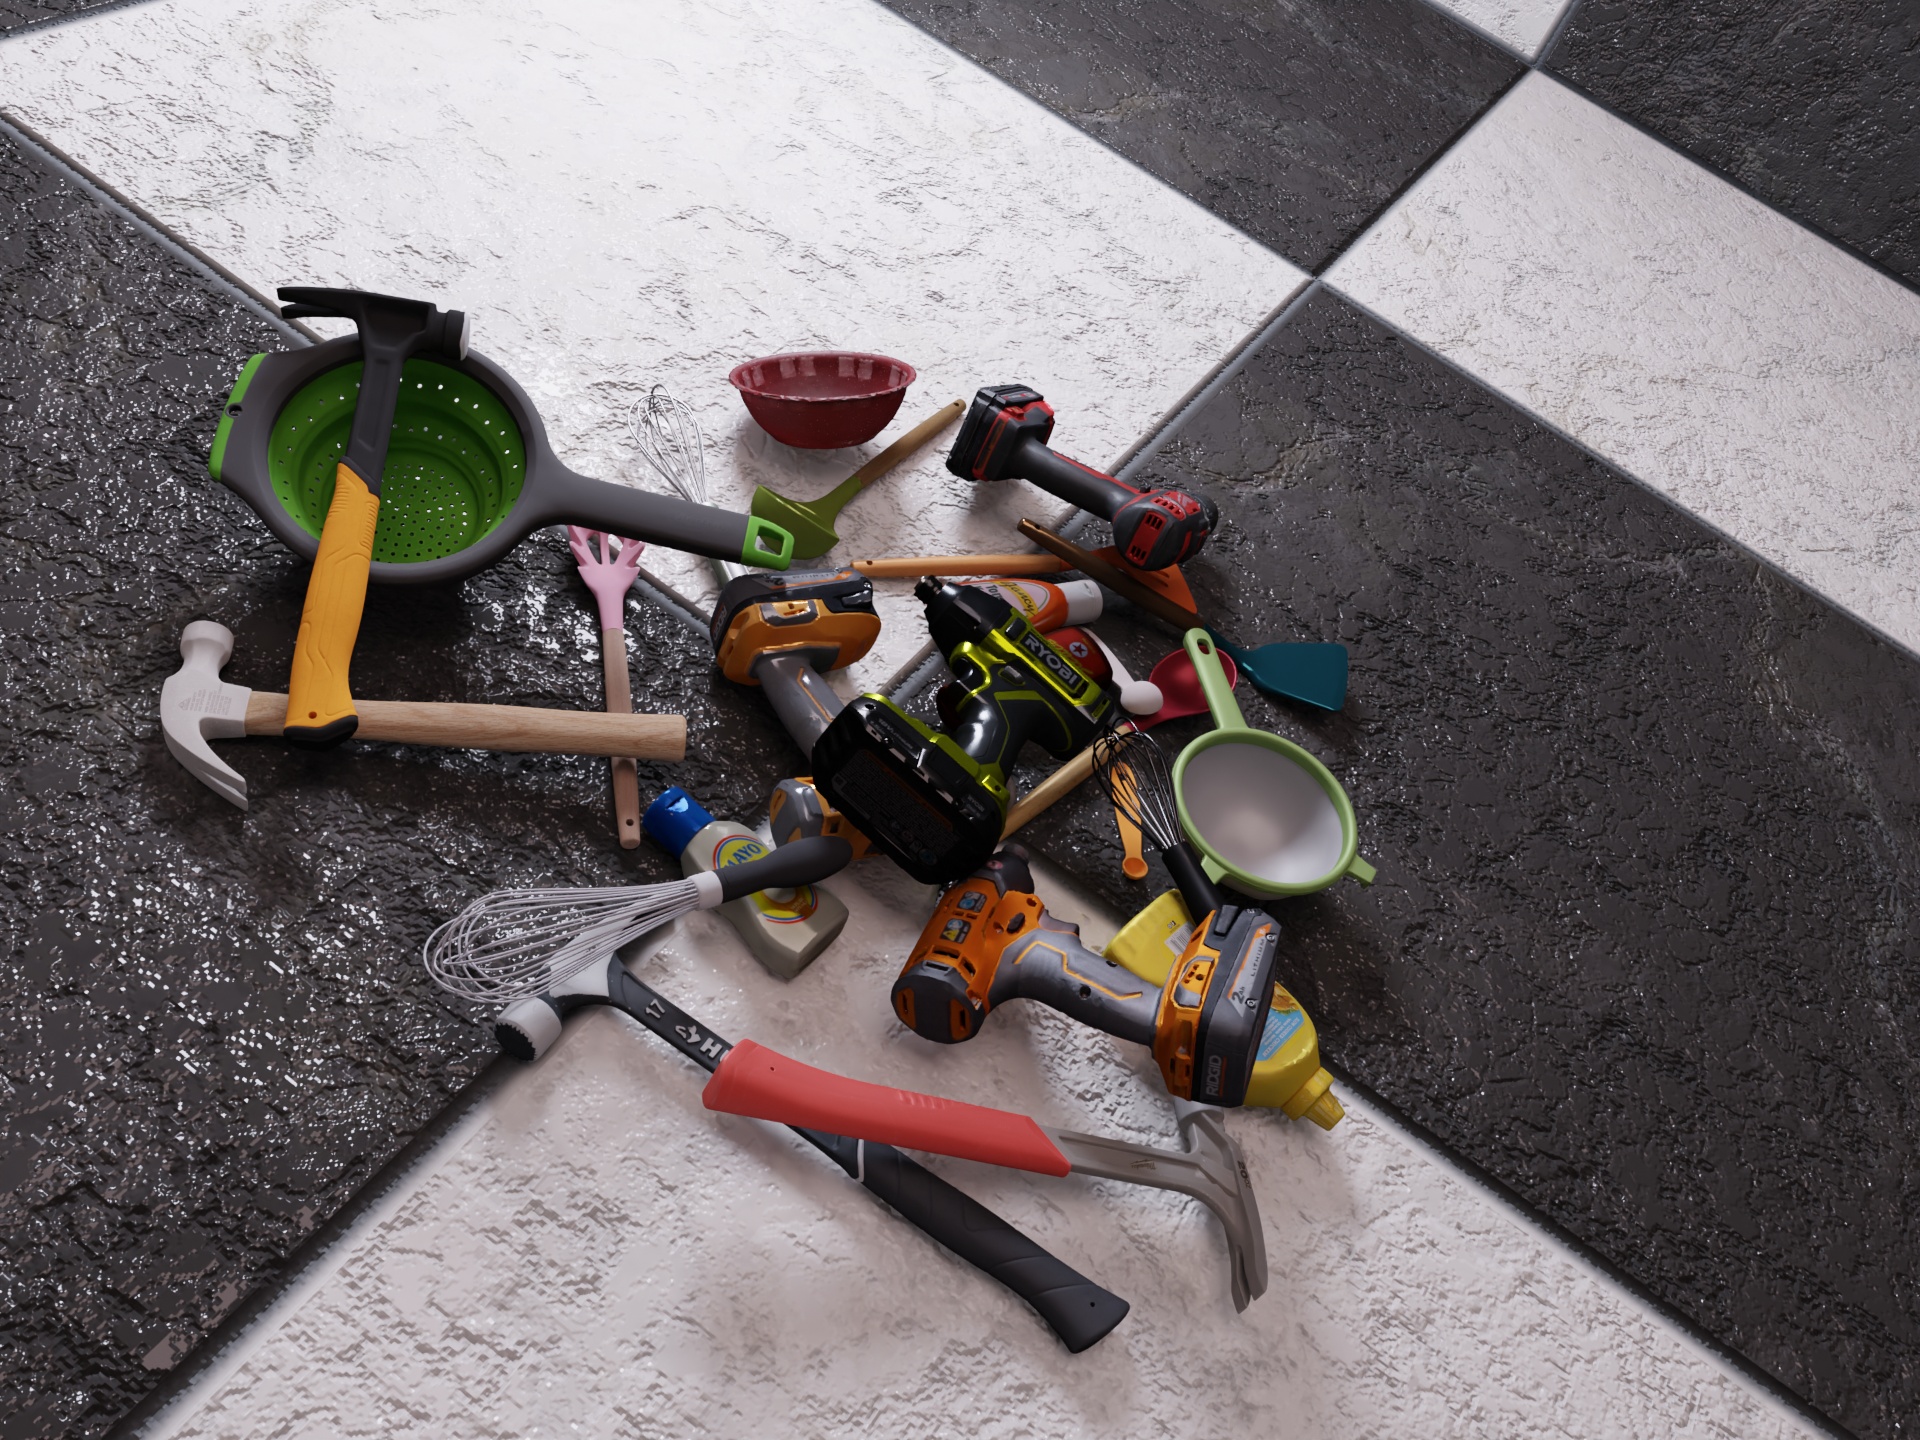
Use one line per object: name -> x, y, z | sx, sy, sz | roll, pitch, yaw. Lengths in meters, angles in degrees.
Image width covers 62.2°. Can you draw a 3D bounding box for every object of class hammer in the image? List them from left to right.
hammer -> -0.410, -0.140, 1.051 | 0.127, 0.034, 0.337 | 6, 66, -14
hammer -> -0.349, 0.004, 1.053 | 0.331, 0.031, 0.130 | 4, 51, -14
hammer -> -0.076, 0.251, 0.970 | 0.409, 0.036, 0.149 | 33, 45, 6
hammer -> 0.020, 0.259, 0.961 | 0.359, 0.036, 0.149 | 16, 38, -20

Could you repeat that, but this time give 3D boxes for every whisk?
whisk -> -0.186, 0.114, 0.978 | 0.284, 0.070, 0.070 | -13, 57, -34
whisk -> -0.208, -0.173, 1.274 | 0.057, 0.059, 0.247 | -11, 61, -31
whisk -> 0.155, 0.092, 1.130 | 0.055, 0.055, 0.239 | -6, 52, -28

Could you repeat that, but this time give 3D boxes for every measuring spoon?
measuring spoon -> 0.126, -0.047, 1.309 | 0.034, 0.018, 0.124 | -17, 44, -21
measuring spoon -> 0.129, 0.078, 1.228 | 0.021, 0.011, 0.117 | 7, 45, -10

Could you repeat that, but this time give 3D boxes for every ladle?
ladle -> -0.073, -0.224, 1.373 | 0.078, 0.062, 0.320 | 35, 44, 9
ladle -> 0.117, 0.022, 1.258 | 0.069, 0.031, 0.315 | 31, 45, 29

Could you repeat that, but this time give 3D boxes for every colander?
colander -> -0.322, -0.152, 1.154 | 0.397, 0.094, 0.205 | 13, 64, -10

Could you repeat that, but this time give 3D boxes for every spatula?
spatula -> 0.059, -0.128, 1.369 | 0.322, 0.041, 0.081 | -3, 52, -21
spatula -> 0.190, -0.098, 1.363 | 0.317, 0.044, 0.082 | 28, 49, -13

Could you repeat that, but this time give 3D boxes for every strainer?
strainer -> 0.211, 0.042, 1.250 | 0.151, 0.069, 0.257 | 0, 51, -19

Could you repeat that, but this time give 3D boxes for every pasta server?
pasta server -> -0.250, -0.046, 1.152 | 0.060, 0.040, 0.317 | -1, 53, -16

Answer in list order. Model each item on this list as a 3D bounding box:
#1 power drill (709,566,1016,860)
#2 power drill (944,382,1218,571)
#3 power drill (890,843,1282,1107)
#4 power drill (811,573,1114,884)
power drill -> -0.072, -0.003, 1.165 | 0.185, 0.084, 0.226 | -7, 58, -30
power drill -> 0.120, -0.210, 1.400 | 0.227, 0.080, 0.188 | 31, 23, 13
power drill -> 0.088, 0.154, 1.034 | 0.226, 0.084, 0.164 | 11, 39, 17
power drill -> -0.002, -0.004, 1.111 | 0.171, 0.080, 0.223 | 42, 41, -1
